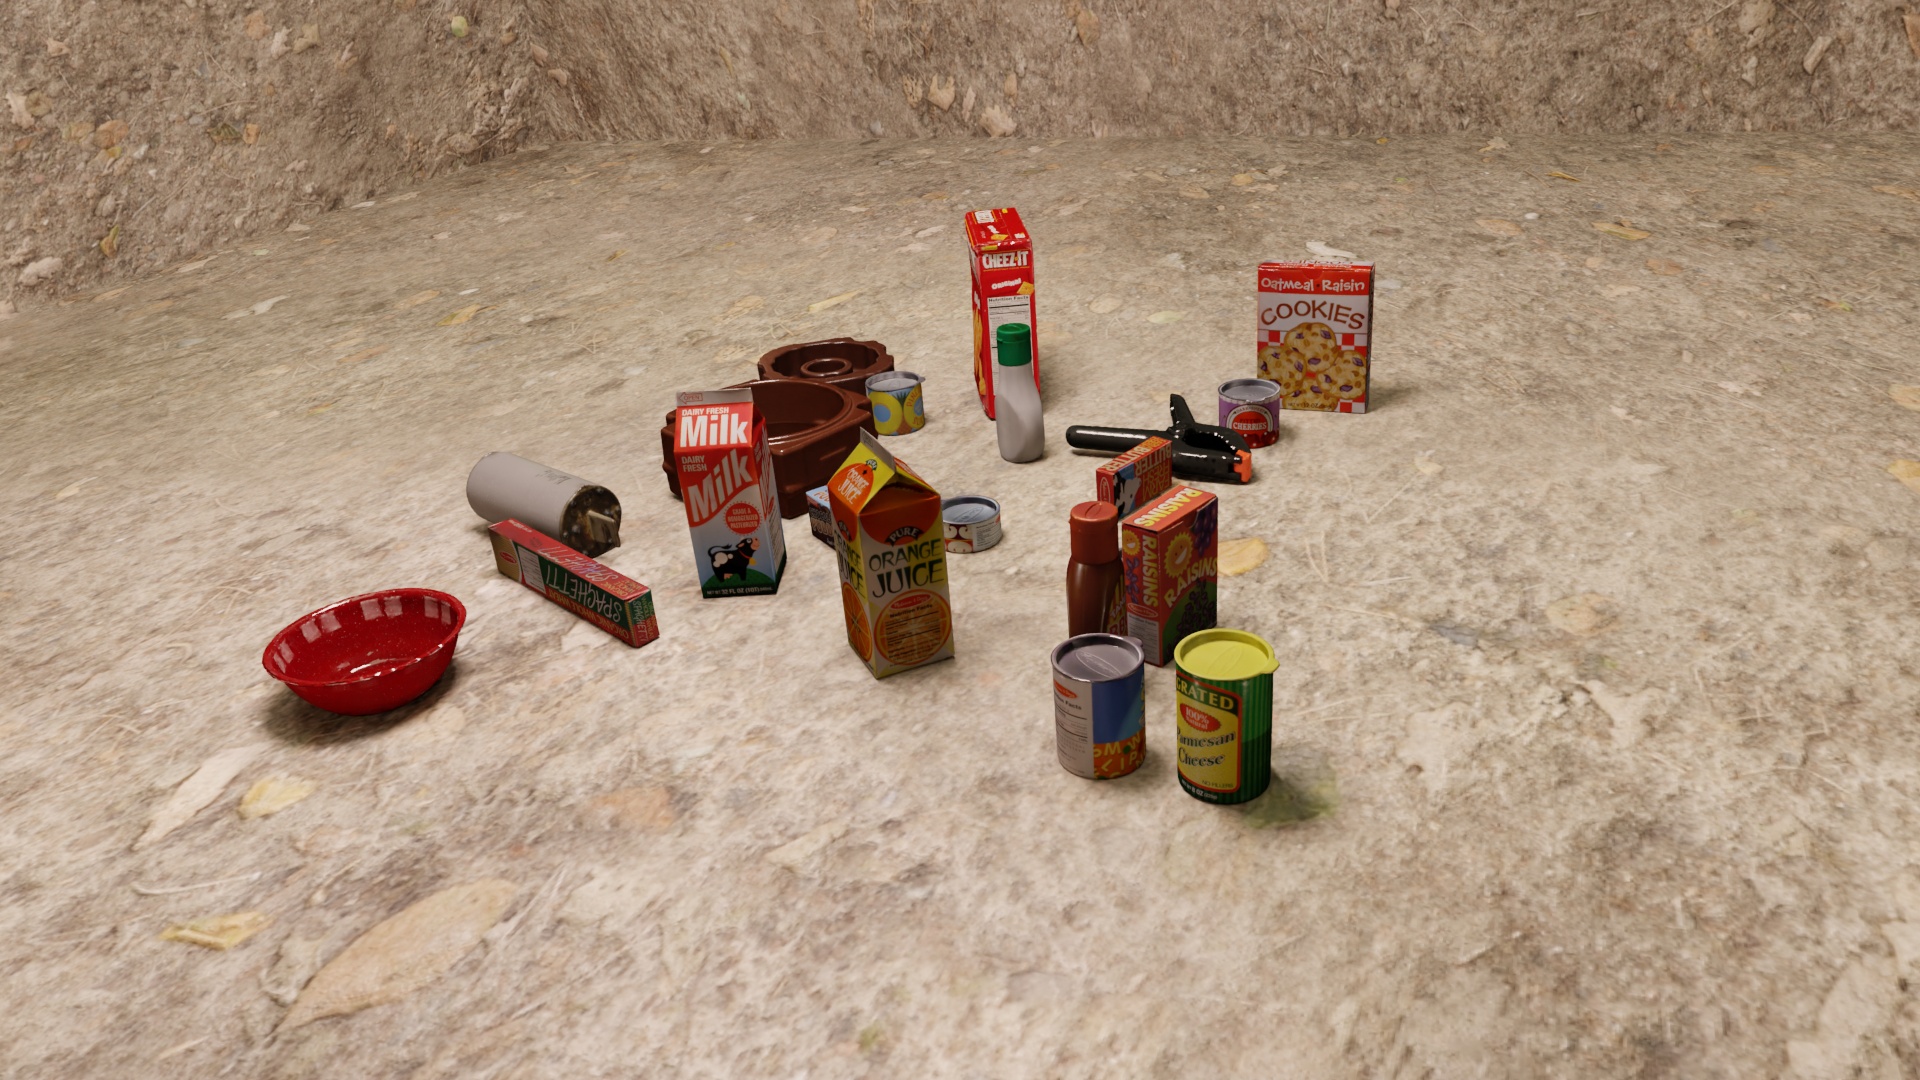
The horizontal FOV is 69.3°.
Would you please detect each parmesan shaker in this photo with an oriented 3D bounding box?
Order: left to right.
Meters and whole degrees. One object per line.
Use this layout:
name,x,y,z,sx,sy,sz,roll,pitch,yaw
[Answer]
parmesan shaker,0.183,0.122,0.953,0.071,0.102,0.071,-4,26,2

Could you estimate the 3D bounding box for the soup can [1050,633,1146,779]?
soup can,0.102,0.118,0.998,0.071,0.083,0.071,-4,26,2

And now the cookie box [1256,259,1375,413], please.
cookie box,0.397,-0.229,1.558,0.123,0.166,0.040,6,28,21

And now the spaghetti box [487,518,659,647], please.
spaghetti box,-0.361,0.036,1.285,0.250,0.050,0.029,20,35,41

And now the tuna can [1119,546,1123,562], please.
tuna can,0.163,0.029,1.225,0.071,0.032,0.071,-4,26,2

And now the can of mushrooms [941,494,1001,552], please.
can of mushrooms,0.005,-0.017,1.347,0.071,0.033,0.071,-4,26,2

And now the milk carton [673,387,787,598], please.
milk carton,-0.211,-0.048,1.272,0.072,0.189,0.074,-3,26,4

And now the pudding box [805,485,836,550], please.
pudding box,-0.116,-0.018,1.353,0.030,0.049,0.084,-20,30,-28

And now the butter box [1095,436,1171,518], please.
butter box,0.174,-0.062,1.387,0.024,0.053,0.104,17,34,38

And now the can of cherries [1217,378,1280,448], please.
can of cherries,0.313,-0.137,1.510,0.071,0.058,0.072,-4,26,2

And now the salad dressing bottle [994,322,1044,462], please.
salad dressing bottle,0.062,-0.159,1.498,0.044,0.147,0.064,-19,29,-26

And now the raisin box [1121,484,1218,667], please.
raisin box,0.170,0.028,1.124,0.040,0.122,0.086,18,34,39

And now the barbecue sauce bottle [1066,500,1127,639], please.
barbecue sauce bottle,0.106,0.043,1.076,0.043,0.147,0.065,7,28,24

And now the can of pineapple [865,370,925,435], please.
can of pineapple,-0.075,-0.161,1.627,0.071,0.057,0.071,-4,26,2

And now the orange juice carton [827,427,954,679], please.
orange juice carton,-0.058,0.007,1.129,0.073,0.191,0.072,-15,27,-20
